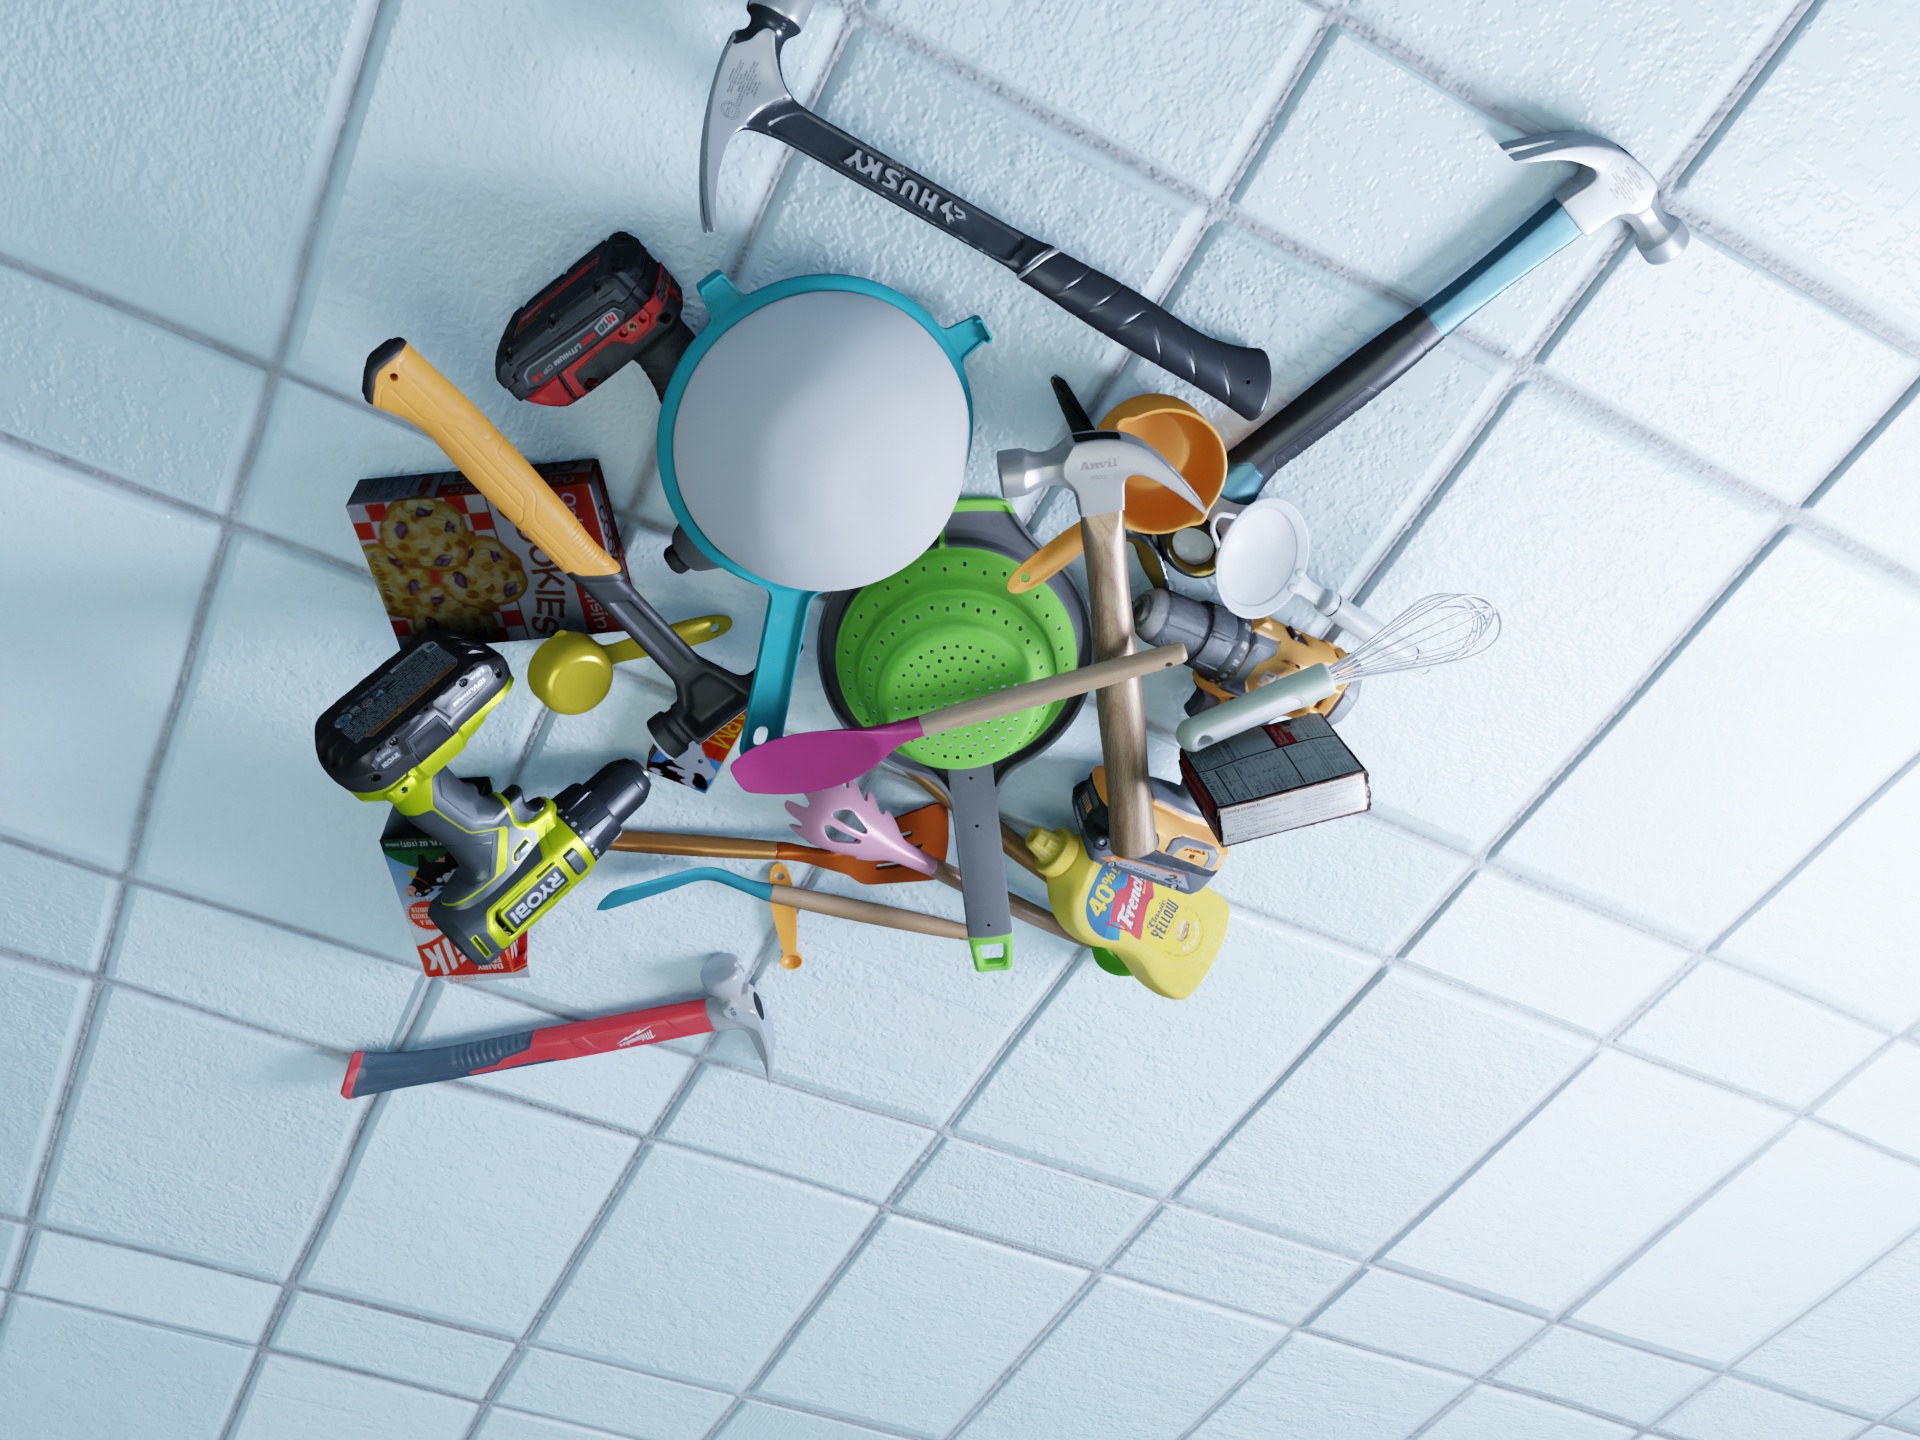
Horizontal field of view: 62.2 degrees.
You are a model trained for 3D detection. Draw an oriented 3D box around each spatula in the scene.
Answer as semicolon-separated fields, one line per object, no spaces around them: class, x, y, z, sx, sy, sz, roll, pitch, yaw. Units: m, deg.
spatula;-0.135;0.158;1.310;0.317;0.044;0.082;13;157;-18
spatula;-0.171;0.099;1.290;0.322;0.041;0.081;4;124;0

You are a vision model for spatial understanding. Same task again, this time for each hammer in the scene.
hammer;0.299;-0.252;1.044;0.331;0.033;0.128;-38;120;23
hammer;-0.248;-0.118;1.035;0.127;0.034;0.336;-37;123;7
hammer;0.109;-0.043;1.094;0.130;0.031;0.331;-9;122;1
hammer;-0.360;0.299;1.418;0.386;0.038;0.143;-11;127;6
hammer;0.029;-0.288;0.984;0.408;0.036;0.149;24;96;-23

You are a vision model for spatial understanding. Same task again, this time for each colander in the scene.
colander;0.006;0.040;1.168;0.204;0.095;0.396;-6;116;2

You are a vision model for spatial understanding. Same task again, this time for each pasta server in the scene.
pasta server;-0.006;0.125;1.292;0.316;0.040;0.060;29;98;-33

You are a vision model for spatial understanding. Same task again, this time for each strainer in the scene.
strainer;0.259;-0.088;1.153;0.258;0.050;0.087;28;91;-30
strainer;-0.091;-0.106;1.015;0.211;0.095;0.340;3;114;-25

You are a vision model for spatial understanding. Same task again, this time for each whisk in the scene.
whisk;0.267;-0.032;1.128;0.246;0.059;0.057;-23;143;-1

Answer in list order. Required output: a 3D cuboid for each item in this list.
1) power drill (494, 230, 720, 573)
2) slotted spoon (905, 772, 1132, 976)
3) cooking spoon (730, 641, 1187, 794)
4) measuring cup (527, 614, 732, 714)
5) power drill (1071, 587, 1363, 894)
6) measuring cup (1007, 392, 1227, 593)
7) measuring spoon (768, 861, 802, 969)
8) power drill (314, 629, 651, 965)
power drill;-0.191;-0.193;1.044;0.143;0.079;0.219;-32;124;19
slotted spoon;0.063;0.120;1.308;0.313;0.031;0.070;39;93;-23
cooking spoon;-0.002;-0.003;1.079;0.319;0.017;0.068;-16;142;5
measuring cup;-0.228;-0.045;1.130;0.156;0.029;0.062;-19;128;-27
power drill;0.168;0.010;1.198;0.185;0.084;0.226;21;119;-22
measuring cup;0.097;-0.150;1.077;0.173;0.052;0.095;-37;117;15
measuring spoon;-0.148;0.165;1.347;0.021;0.011;0.116;-6;123;-4
power drill;-0.336;0.046;1.154;0.190;0.080;0.228;-45;137;-21
